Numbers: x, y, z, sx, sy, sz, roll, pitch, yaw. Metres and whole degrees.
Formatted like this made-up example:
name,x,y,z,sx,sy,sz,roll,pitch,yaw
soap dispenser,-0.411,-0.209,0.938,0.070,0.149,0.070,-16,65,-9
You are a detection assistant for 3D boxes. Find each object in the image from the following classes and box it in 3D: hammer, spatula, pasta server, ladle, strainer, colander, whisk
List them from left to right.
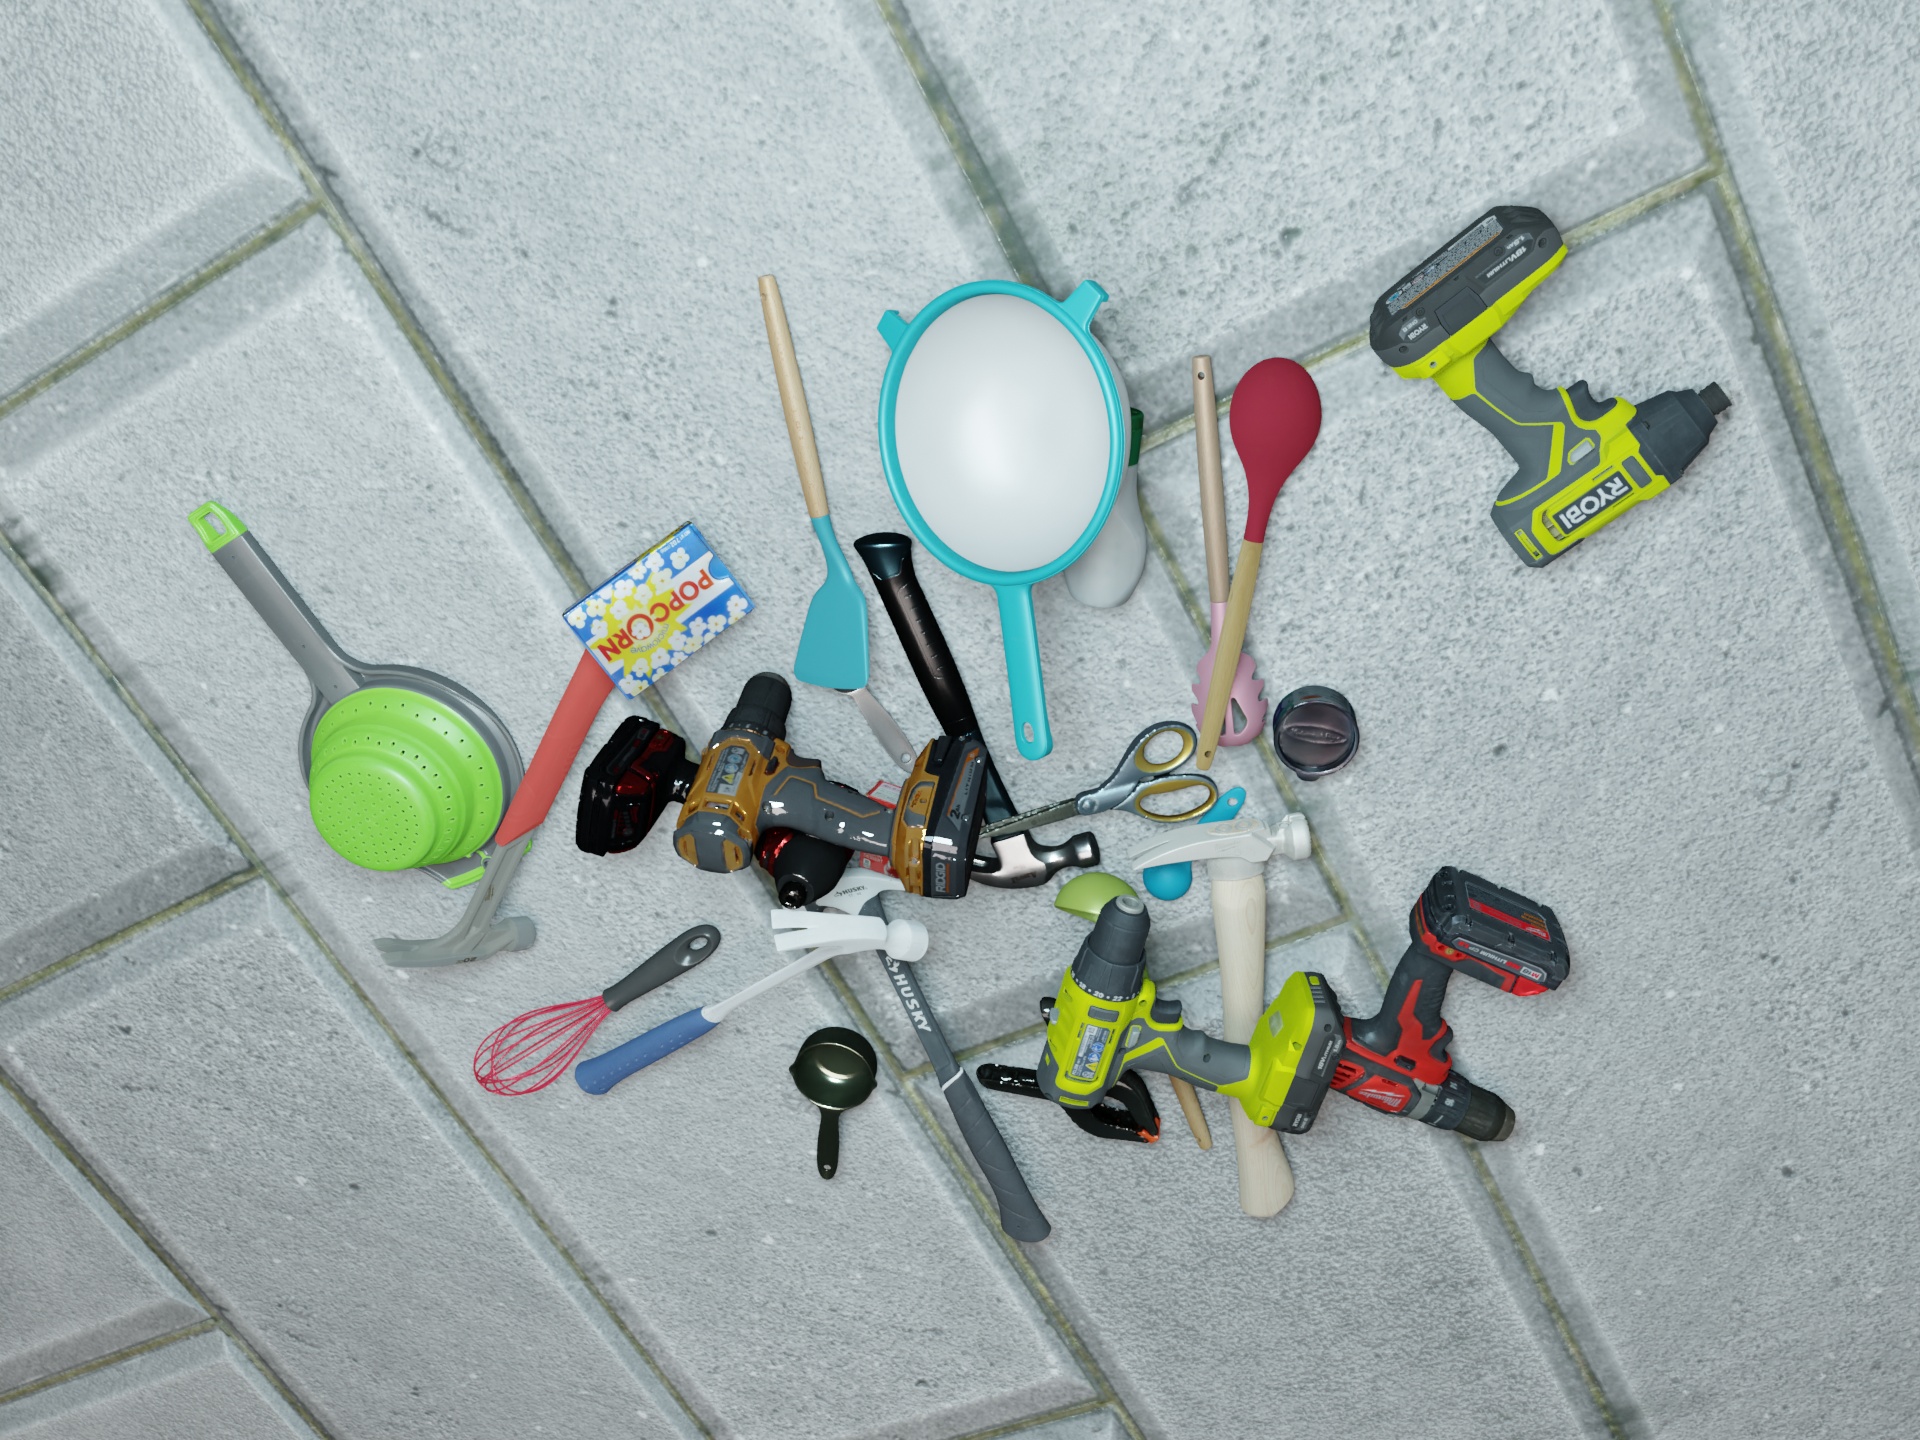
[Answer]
name,x,y,z,sx,sy,sz,roll,pitch,yaw
colander,-0.530,-0.003,1.344,0.204,0.095,0.396,-26,109,20
hammer,-0.368,0.065,1.347,0.037,0.149,0.359,44,115,31
whisk,-0.338,0.268,1.469,0.296,0.073,0.073,-33,107,16
hammer,-0.215,0.252,1.393,0.144,0.035,0.405,16,143,-44
spatula,-0.120,-0.179,1.220,0.082,0.044,0.317,8,119,40
hammer,-0.010,0.303,1.420,0.149,0.036,0.408,-16,110,27
hammer,-0.002,-0.004,1.293,0.128,0.033,0.330,-18,111,15
strainer,0.056,-0.145,1.151,0.211,0.095,0.340,3,107,39
ladle,0.162,0.262,1.385,0.078,0.062,0.320,6,127,46
pasta server,0.196,-0.120,1.211,0.060,0.040,0.316,-4,111,11
hammer,0.236,0.268,1.375,0.146,0.038,0.410,-9,116,1
ladle,0.211,-0.109,1.183,0.069,0.031,0.315,6,110,-8

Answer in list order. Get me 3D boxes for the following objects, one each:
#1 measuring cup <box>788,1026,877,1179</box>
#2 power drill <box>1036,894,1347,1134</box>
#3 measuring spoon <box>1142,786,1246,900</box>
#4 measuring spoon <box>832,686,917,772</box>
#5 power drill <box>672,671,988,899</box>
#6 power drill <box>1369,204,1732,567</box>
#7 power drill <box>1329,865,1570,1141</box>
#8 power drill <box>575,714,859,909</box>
name,x,y,z,sx,sy,sz,roll,pitch,yaw
measuring cup,-0.118,0.357,1.486,0.083,0.038,0.167,9,119,5
power drill,0.190,0.243,1.300,0.228,0.080,0.190,13,116,-5
measuring spoon,0.196,0.105,1.319,0.042,0.021,0.128,32,118,-7
measuring spoon,-0.071,-0.006,1.316,0.034,0.018,0.124,-34,114,-1
power drill,-0.094,0.045,1.247,0.226,0.185,0.084,8,137,6
power drill,0.404,-0.234,1.094,0.171,0.080,0.223,-37,109,24
power drill,0.417,0.251,1.328,0.188,0.080,0.226,24,120,-3
power drill,-0.195,0.083,1.307,0.219,0.143,0.078,17,122,3
